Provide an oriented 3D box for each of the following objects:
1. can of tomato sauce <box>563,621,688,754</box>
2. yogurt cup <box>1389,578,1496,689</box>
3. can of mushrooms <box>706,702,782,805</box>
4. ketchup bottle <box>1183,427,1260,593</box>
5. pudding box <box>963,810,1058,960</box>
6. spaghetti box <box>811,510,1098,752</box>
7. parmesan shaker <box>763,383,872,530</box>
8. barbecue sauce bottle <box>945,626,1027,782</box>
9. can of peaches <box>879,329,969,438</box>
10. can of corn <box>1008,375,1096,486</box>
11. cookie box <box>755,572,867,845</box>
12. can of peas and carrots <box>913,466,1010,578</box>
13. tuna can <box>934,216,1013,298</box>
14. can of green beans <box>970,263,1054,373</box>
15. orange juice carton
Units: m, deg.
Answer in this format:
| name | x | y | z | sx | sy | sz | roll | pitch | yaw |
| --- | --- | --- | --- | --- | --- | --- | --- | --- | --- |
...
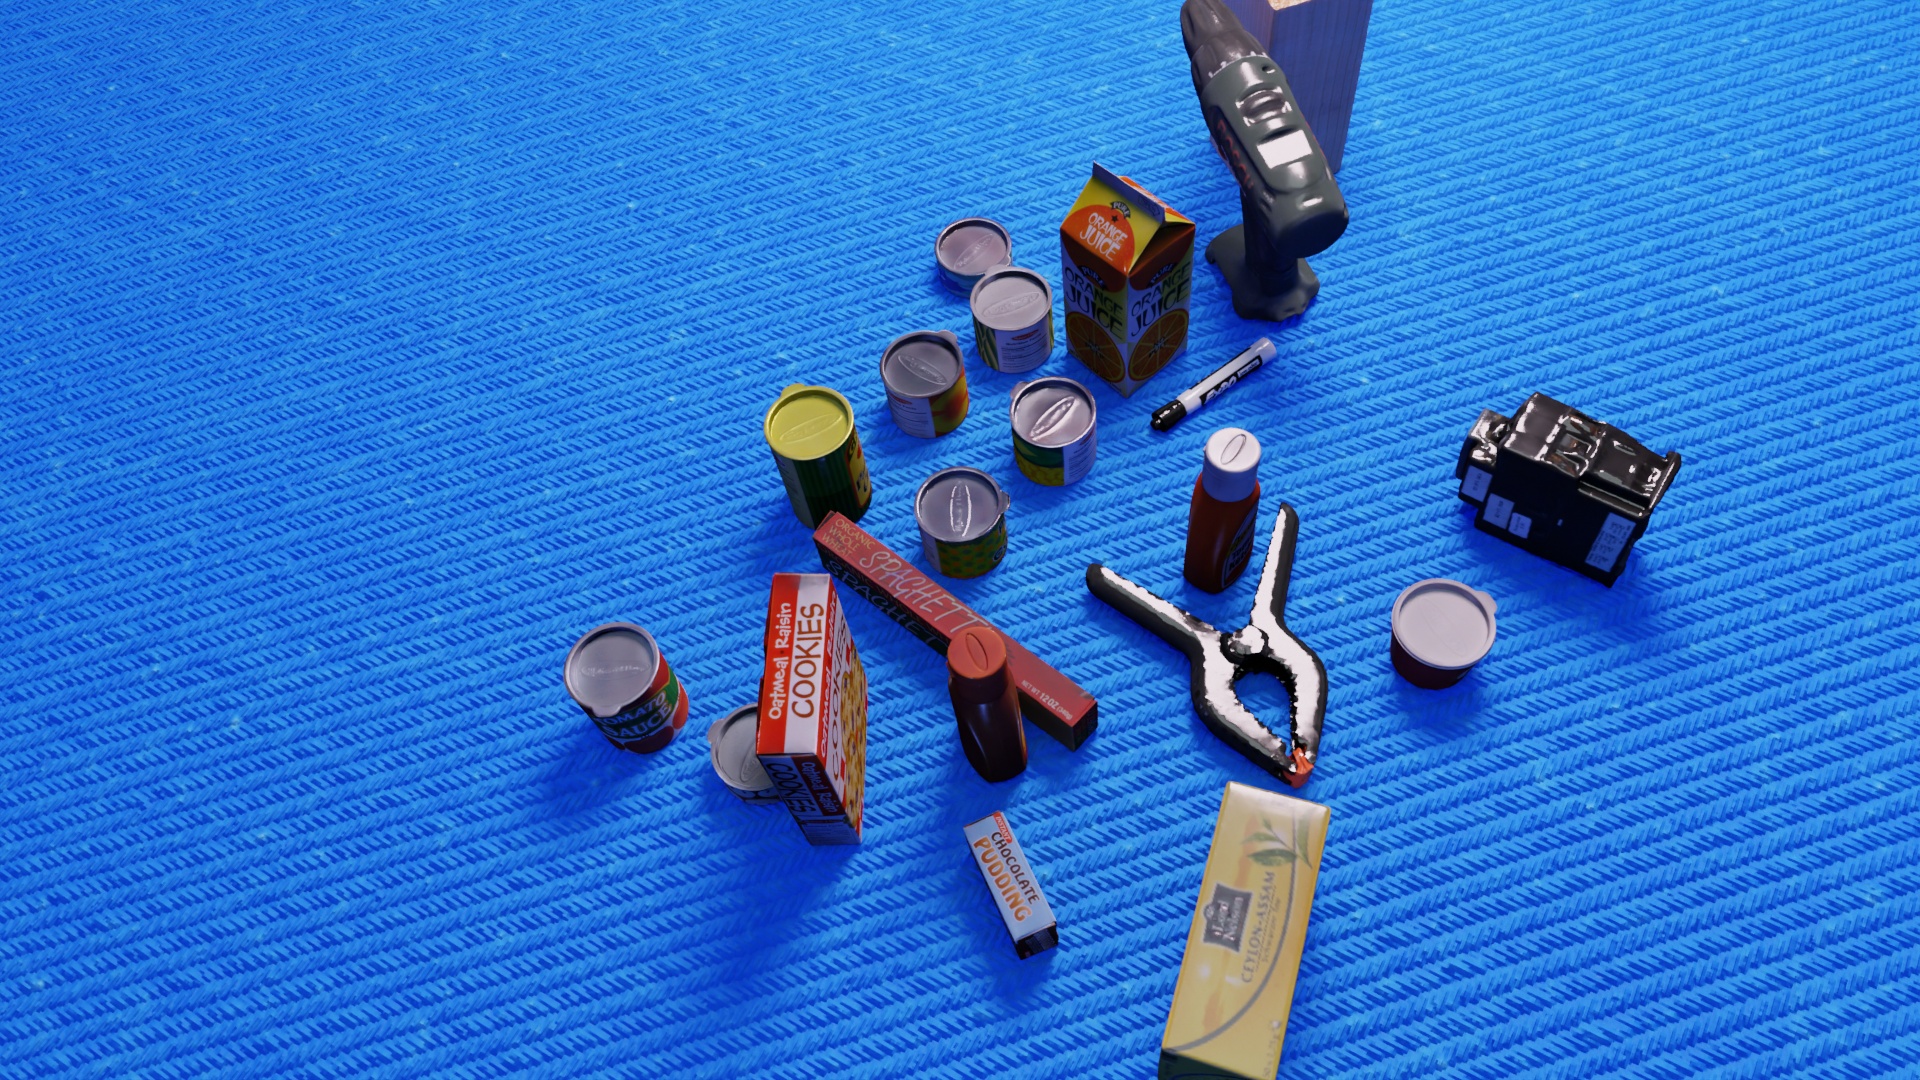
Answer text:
| name | x | y | z | sx | sy | sz | roll | pitch | yaw |
| --- | --- | --- | --- | --- | --- | --- | --- | --- | --- |
| can of tomato sauce | -0.233 | 0.107 | 0.977 | 0.071 | 0.082 | 0.071 | -3 | 59 | 5 |
| yogurt cup | 0.328 | 0.068 | 0.956 | 0.072 | 0.053 | 0.073 | -3 | 59 | 5 |
| can of mushrooms | -0.141 | 0.148 | 0.971 | 0.071 | 0.033 | 0.071 | -3 | 59 | 5 |
| ketchup bottle | 0.184 | -0.023 | 0.970 | 0.043 | 0.148 | 0.065 | 28 | 66 | 21 |
| pudding box | 0.033 | 0.223 | 0.898 | 0.030 | 0.049 | 0.084 | -23 | 60 | -7 |
| spaghetti box | -0.008 | 0.062 | 0.998 | 0.250 | 0.050 | 0.029 | 35 | 69 | 23 |
| parmesan shaker | -0.106 | -0.062 | 1.052 | 0.071 | 0.102 | 0.071 | -3 | 59 | 5 |
| barbecue sauce bottle | 0.016 | 0.105 | 0.912 | 0.044 | 0.148 | 0.065 | -21 | 60 | -6 |
| can of peaches | -0.026 | -0.125 | 1.107 | 0.071 | 0.057 | 0.071 | -3 | 59 | 5 |
| can of corn | 0.070 | -0.085 | 1.073 | 0.071 | 0.058 | 0.071 | -3 | 59 | 5 |
| cookie box | -0.094 | 0.114 | 0.908 | 0.040 | 0.166 | 0.123 | -2 | 59 | 5 |
| can of peas and carrots | 0.004 | -0.013 | 1.037 | 0.071 | 0.058 | 0.071 | -3 | 59 | 5 |
| tuna can | 0.014 | -0.240 | 1.186 | 0.071 | 0.032 | 0.071 | -3 | 59 | 5 |
| can of green beans | 0.043 | -0.179 | 1.132 | 0.071 | 0.057 | 0.071 | -3 | 59 | 5 |
| orange juice carton | 0.127 | -0.203 | 1.059 | 0.073 | 0.191 | 0.072 | -39 | 63 | -16 |
